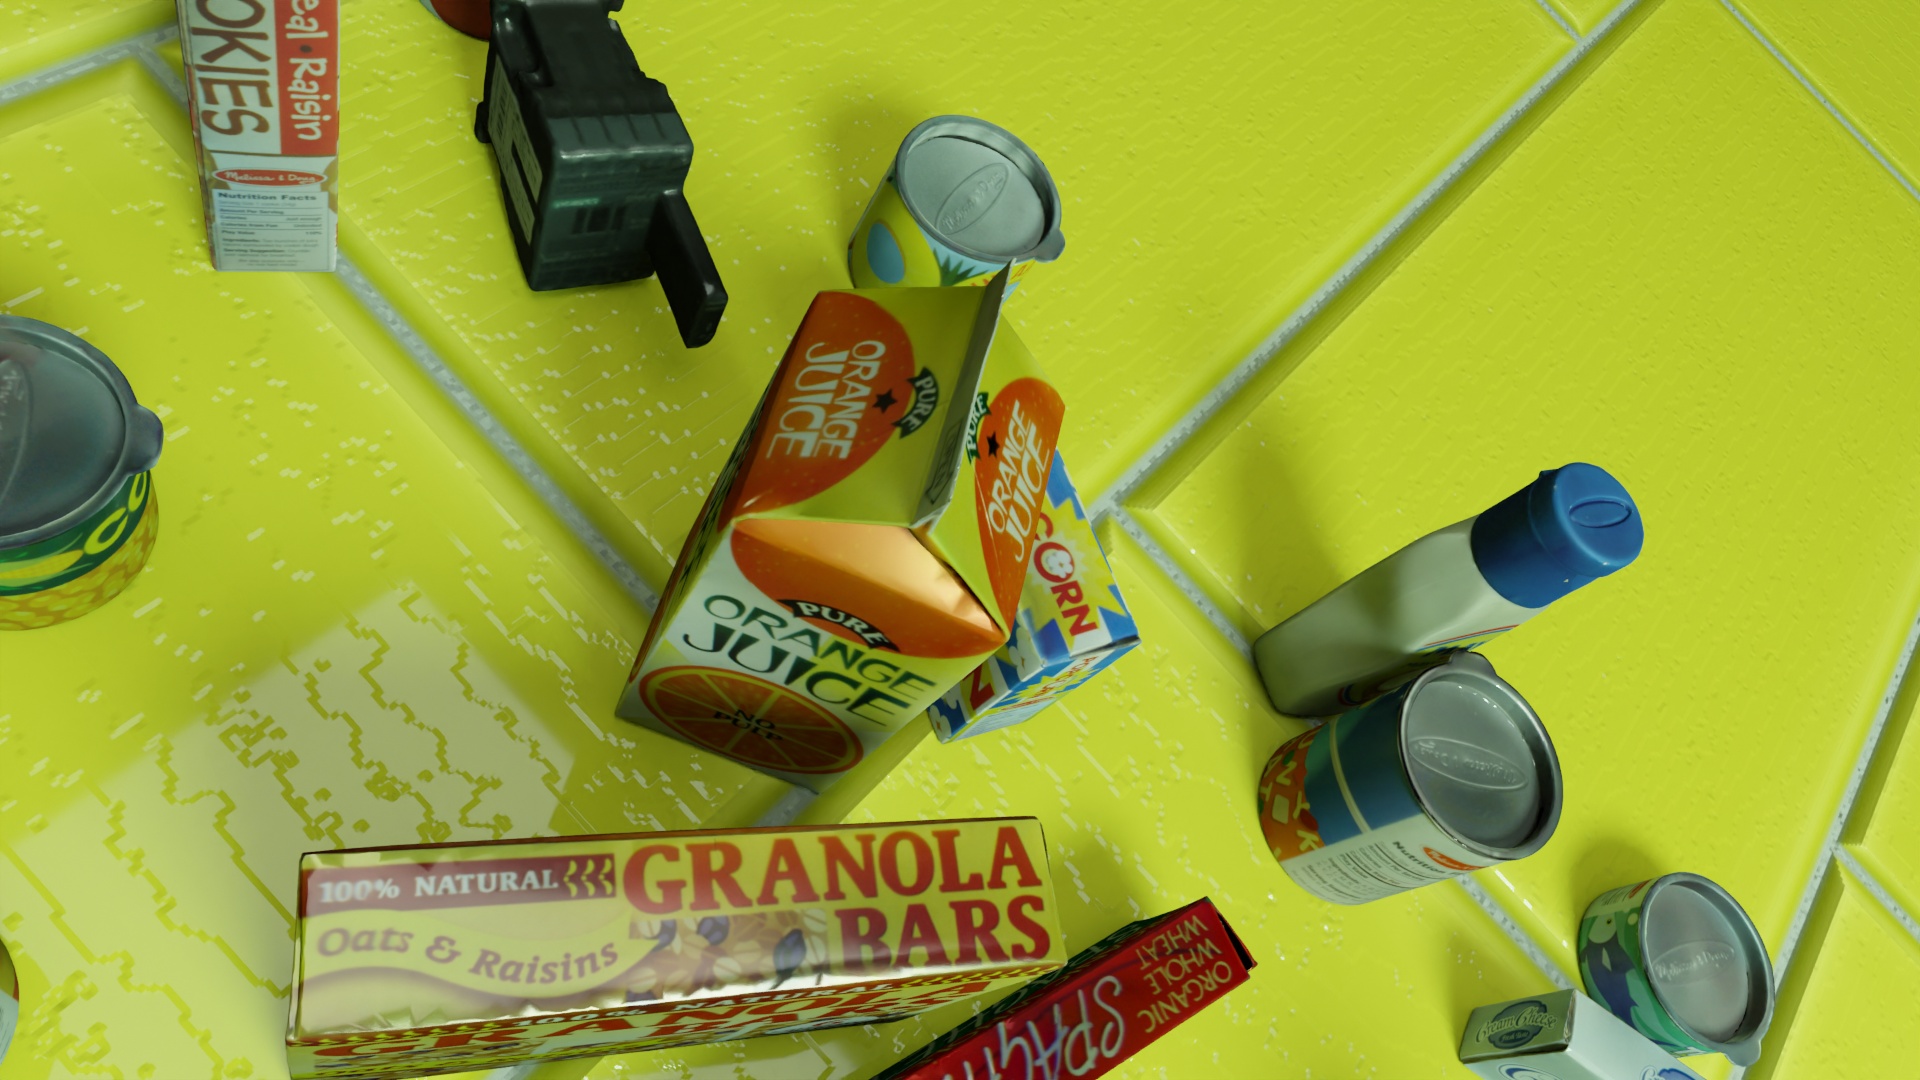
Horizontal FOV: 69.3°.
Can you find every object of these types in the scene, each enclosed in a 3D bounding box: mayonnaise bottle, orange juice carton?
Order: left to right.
[{"bbox_3d":[-0.032,0.002,0.377,0.073,0.191,0.072,24,59,-13],"label":"orange juice carton"},{"bbox_3d":[0.168,0.021,0.486,0.065,0.147,0.041,-7,69,-27],"label":"mayonnaise bottle"}]

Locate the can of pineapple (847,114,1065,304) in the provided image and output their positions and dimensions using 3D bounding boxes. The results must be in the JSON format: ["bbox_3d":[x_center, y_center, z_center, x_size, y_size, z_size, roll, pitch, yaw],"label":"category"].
[{"bbox_3d":[-0.002,-0.116,0.529,0.071,0.057,0.071,10,62,-20],"label":"can of pineapple"}]

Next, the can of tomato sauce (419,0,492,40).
[{"bbox_3d":[-0.163,-0.230,0.496,0.071,0.082,0.071,10,62,-20],"label":"can of tomato sauce"}]

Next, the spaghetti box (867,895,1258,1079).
[{"bbox_3d":[-0.022,0.167,0.386,0.251,0.050,0.029,-20,76,-31],"label":"spaghetti box"}]

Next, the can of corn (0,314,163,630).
[{"bbox_3d":[-0.248,-0.016,0.366,0.071,0.058,0.071,10,62,-20],"label":"can of corn"}]

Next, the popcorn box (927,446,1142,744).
[{"bbox_3d":[0.002,-0.006,0.460,0.038,0.085,0.127,-13,72,-29],"label":"popcorn box"}]

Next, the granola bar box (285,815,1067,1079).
[{"bbox_3d":[-0.076,0.103,0.348,0.166,0.123,0.039,2,66,-24],"label":"granola bar box"}]

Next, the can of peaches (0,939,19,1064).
[{"bbox_3d":[-0.253,0.103,0.306,0.071,0.057,0.071,10,62,-20],"label":"can of peaches"}]

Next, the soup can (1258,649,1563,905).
[{"bbox_3d":[0.155,0.085,0.487,0.071,0.083,0.071,10,62,-20],"label":"soup can"}]

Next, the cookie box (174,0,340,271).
[{"bbox_3d":[-0.205,-0.175,0.399,0.040,0.166,0.123,-5,69,-27],"label":"cookie box"}]

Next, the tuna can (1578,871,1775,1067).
[{"bbox_3d":[0.275,0.166,0.534,0.071,0.032,0.071,10,62,-20],"label":"tuna can"}]

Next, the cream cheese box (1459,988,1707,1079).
[{"bbox_3d":[0.234,0.197,0.487,0.104,0.053,0.024,35,57,-6],"label":"cream cheese box"}]
